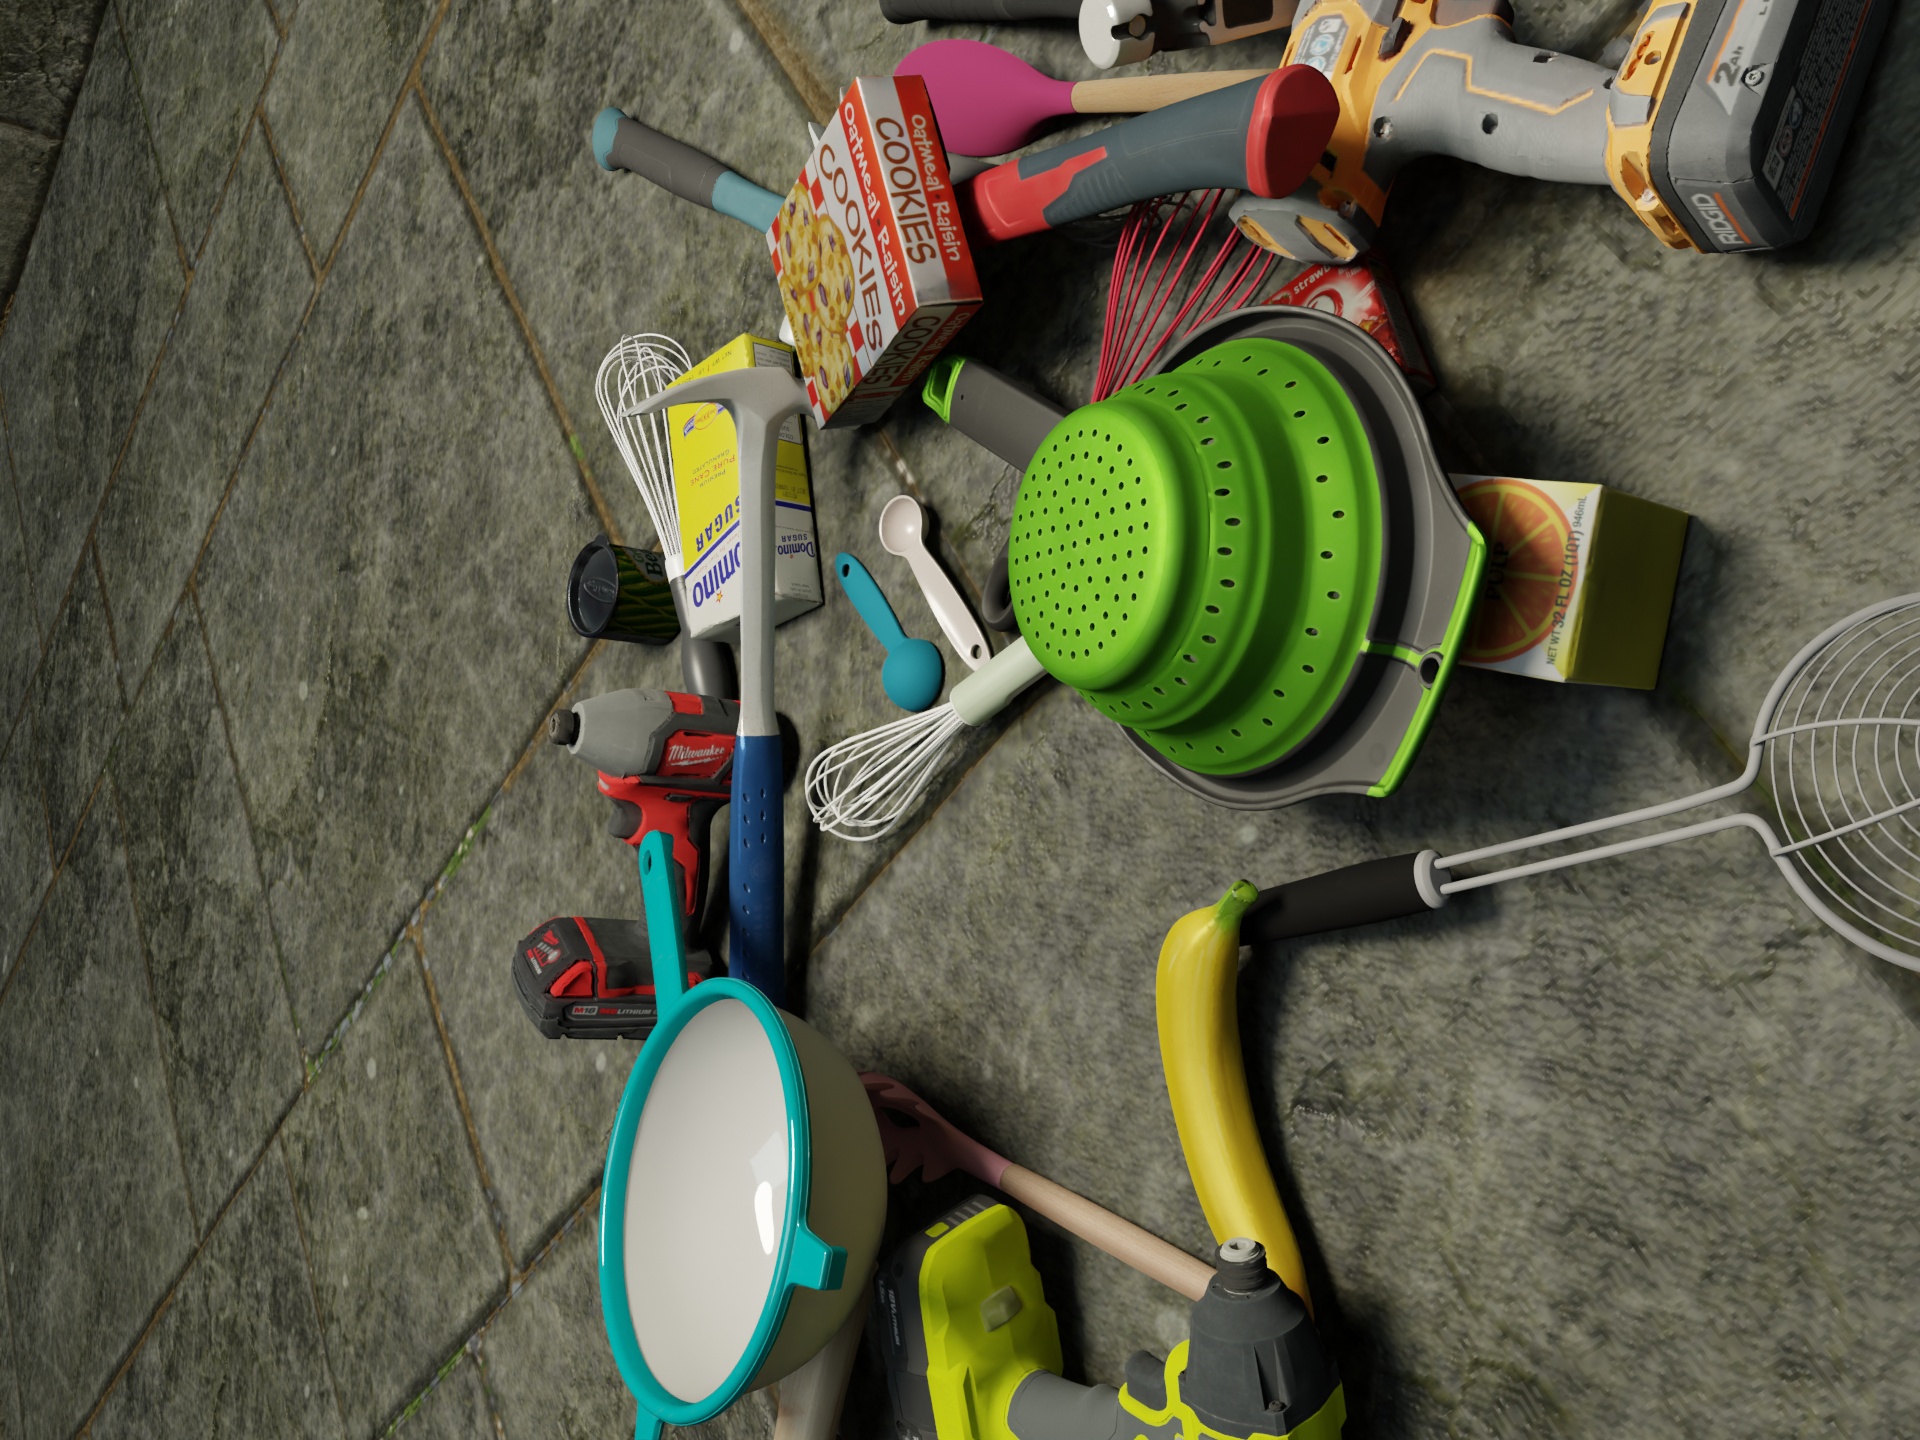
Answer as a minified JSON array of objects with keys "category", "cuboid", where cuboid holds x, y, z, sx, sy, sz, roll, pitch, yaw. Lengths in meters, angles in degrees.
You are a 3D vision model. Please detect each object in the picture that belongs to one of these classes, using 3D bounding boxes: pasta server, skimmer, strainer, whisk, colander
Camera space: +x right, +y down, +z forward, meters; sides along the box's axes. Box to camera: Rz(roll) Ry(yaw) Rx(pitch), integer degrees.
[{"category":"pasta server","cuboid":[0.039,0.243,0.794,0.316,0.040,0.060,15,117,45]},{"category":"skimmer","cuboid":[0.247,0.052,0.604,0.363,0.090,0.127,-25,63,53]},{"category":"strainer","cuboid":[-0.113,0.197,0.850,0.211,0.095,0.341,-52,38,31]},{"category":"whisk","cuboid":[0.029,-0.291,0.859,0.239,0.055,0.055,29,107,49]},{"category":"whisk","cuboid":[-0.193,-0.131,1.066,0.070,0.070,0.285,-26,72,42]},{"category":"whisk","cuboid":[-0.001,-0.003,0.863,0.246,0.058,0.059,-36,95,34]},{"category":"colander","cuboid":[0.047,-0.102,0.693,0.398,0.094,0.204,44,125,51]},{"category":"whisk","cuboid":[0.078,-0.163,0.787,0.073,0.073,0.295,53,128,36]}]

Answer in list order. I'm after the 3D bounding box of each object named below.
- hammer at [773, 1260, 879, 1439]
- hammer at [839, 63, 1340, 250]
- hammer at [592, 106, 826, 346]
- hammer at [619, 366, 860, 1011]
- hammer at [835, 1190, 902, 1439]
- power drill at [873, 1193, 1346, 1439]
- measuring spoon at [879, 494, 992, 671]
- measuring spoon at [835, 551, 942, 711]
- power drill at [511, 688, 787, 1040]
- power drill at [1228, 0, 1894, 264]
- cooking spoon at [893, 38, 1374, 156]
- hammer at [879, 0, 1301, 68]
[{"category":"hammer","cuboid":[-0.102,0.485,0.864,0.146,0.038,0.410,22,101,44]},{"category":"hammer","cuboid":[0.037,-0.266,0.751,0.386,0.038,0.143,15,116,62]},{"category":"hammer","cuboid":[-0.166,-0.360,1.076,0.331,0.033,0.128,38,114,42]},{"category":"hammer","cuboid":[-0.125,-0.003,0.936,0.035,0.144,0.405,12,103,59]},{"category":"hammer","cuboid":[-0.067,0.449,0.883,0.149,0.036,0.359,-25,68,42]},{"category":"power drill","cuboid":[0.068,0.296,0.712,0.223,0.080,0.171,-1,101,45]},{"category":"measuring spoon","cuboid":[-0.009,-0.076,0.899,0.034,0.018,0.124,-44,63,32]},{"category":"measuring spoon","cuboid":[-0.051,-0.057,0.931,0.042,0.021,0.129,-54,51,28]},{"category":"power drill","cuboid":[-0.202,0.085,0.987,0.079,0.143,0.219,39,116,53]},{"category":"power drill","cuboid":[0.225,-0.270,0.616,0.226,0.084,0.185,19,88,46]},{"category":"cooking spoon","cuboid":[0.080,-0.318,0.808,0.319,0.068,0.017,17,55,41]},{"category":"hammer","cuboid":[0.050,-0.370,0.811,0.335,0.146,0.035,39,145,53]}]
